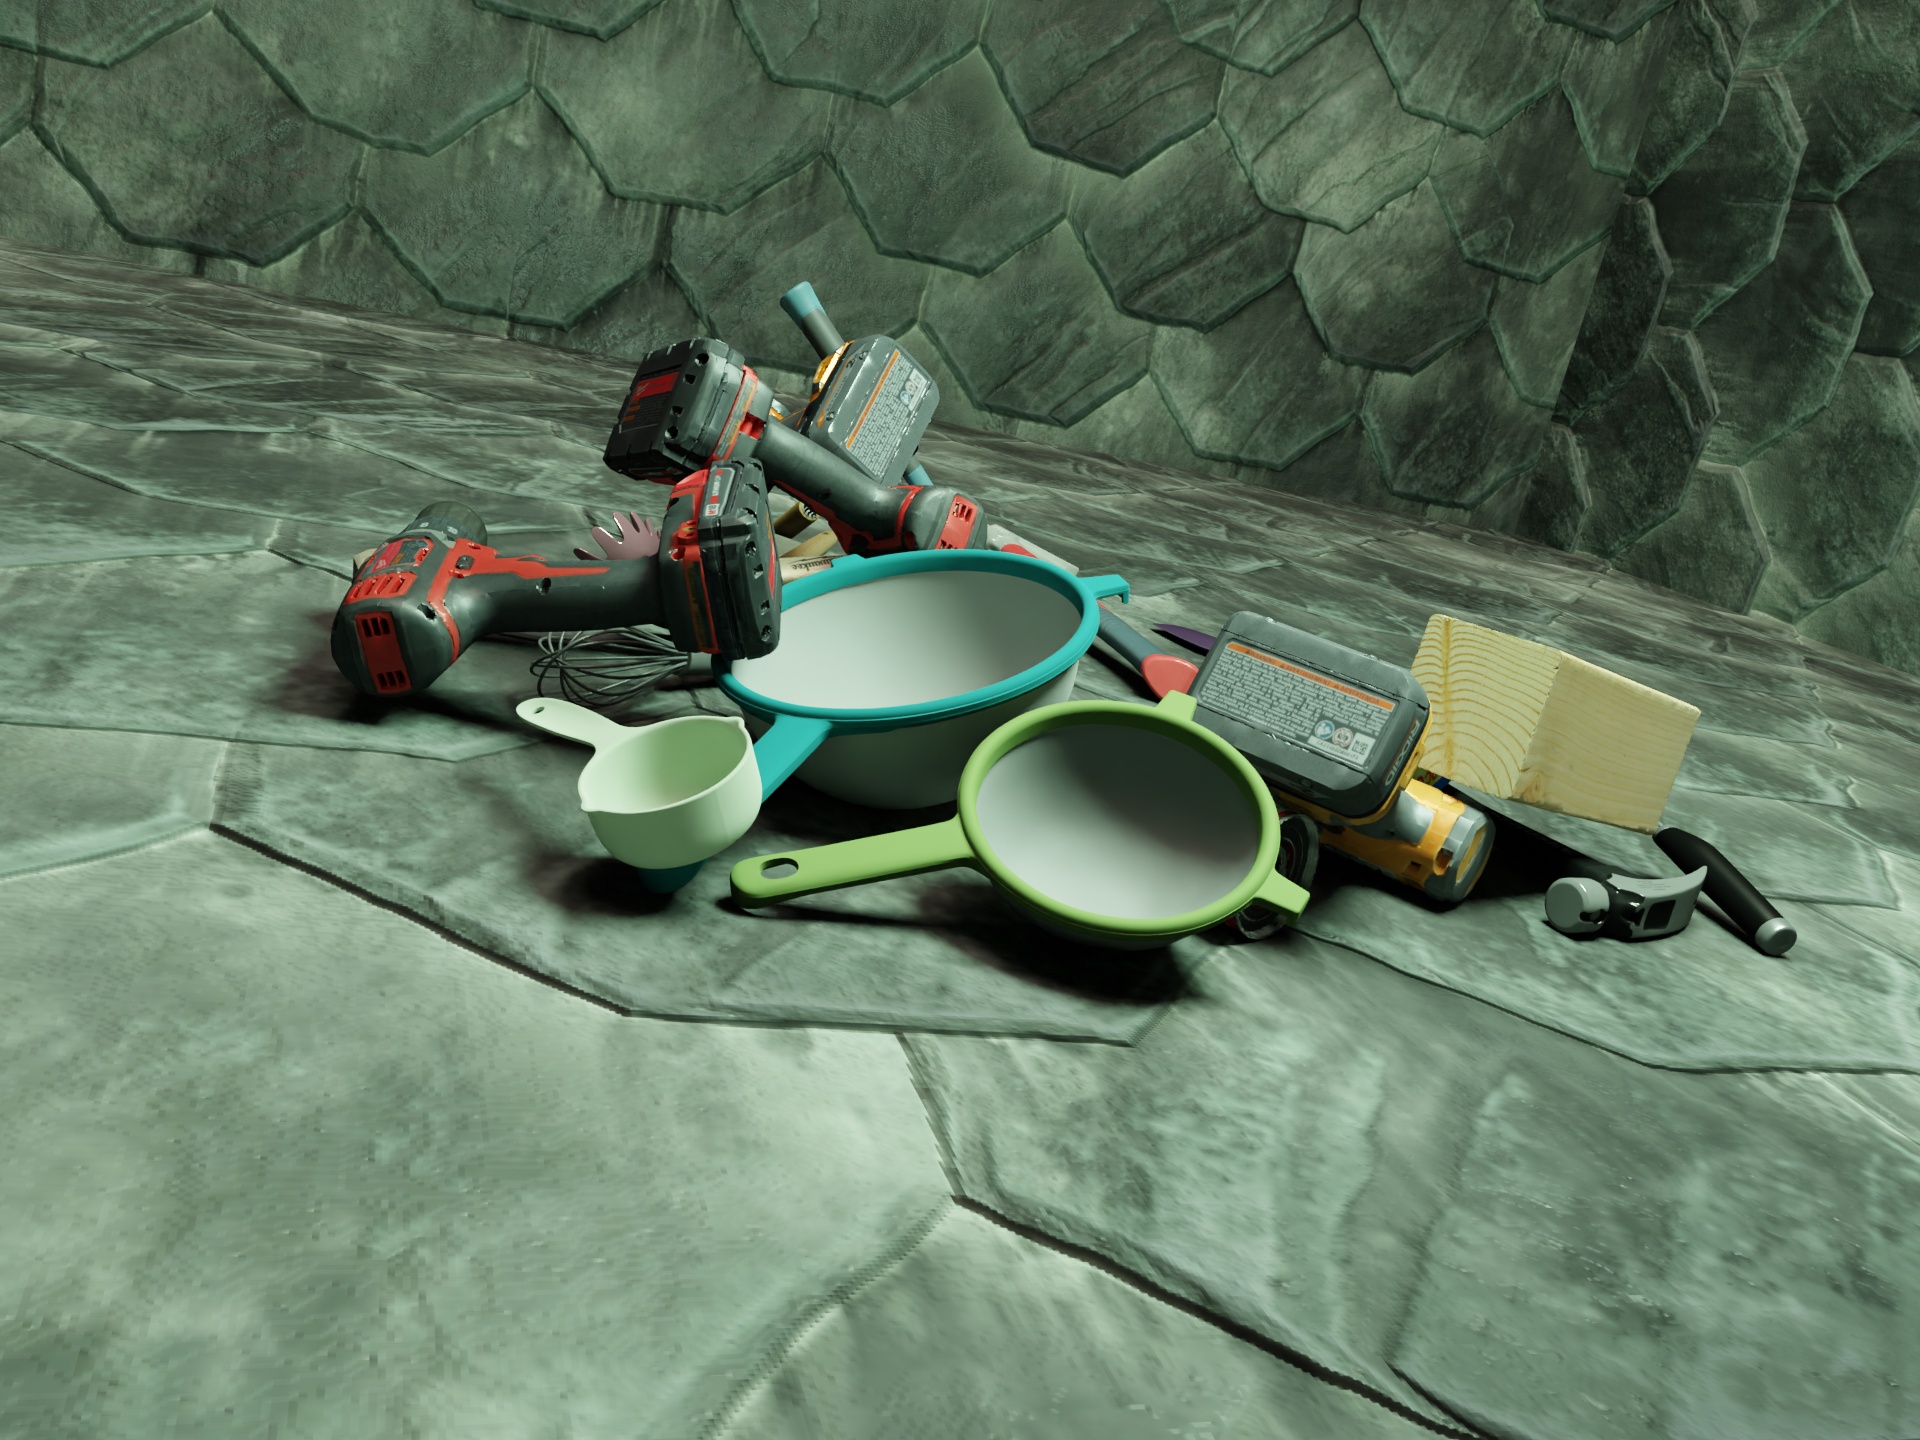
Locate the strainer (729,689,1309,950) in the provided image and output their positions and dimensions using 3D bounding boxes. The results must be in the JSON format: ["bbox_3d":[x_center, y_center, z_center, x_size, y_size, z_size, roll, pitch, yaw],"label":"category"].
[{"bbox_3d":[0.021,0.071,0.743,0.256,0.069,0.152,-9,44,-14],"label":"strainer"}]

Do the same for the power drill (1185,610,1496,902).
[{"bbox_3d":[0.193,0.020,0.897,0.185,0.084,0.226,25,-8,33],"label":"power drill"}]

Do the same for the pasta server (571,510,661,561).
[{"bbox_3d":[-0.228,-0.146,1.328,0.040,0.060,0.316,47,17,3],"label":"pasta server"}]

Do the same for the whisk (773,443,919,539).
[{"bbox_3d":[-0.117,-0.184,1.320,0.051,0.047,0.245,38,-37,-20],"label":"whisk"}]

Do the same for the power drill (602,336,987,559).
[{"bbox_3d":[-0.102,-0.151,1.001,0.219,0.078,0.143,25,-7,-30],"label":"power drill"}]

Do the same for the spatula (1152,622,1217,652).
[{"bbox_3d":[0.280,-0.042,1.416,0.059,0.018,0.316,5,17,-31],"label":"spatula"}]

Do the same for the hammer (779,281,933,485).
[{"bbox_3d":[-0.050,-0.226,1.360,0.330,0.033,0.128,55,-1,-17],"label":"hammer"}]

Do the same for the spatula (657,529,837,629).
[{"bbox_3d":[-0.155,-0.104,1.176,0.082,0.044,0.317,15,25,13],"label":"spatula"}]

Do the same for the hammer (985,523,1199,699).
[{"bbox_3d":[0.119,-0.095,1.411,0.143,0.038,0.387,25,12,-30],"label":"hammer"}]

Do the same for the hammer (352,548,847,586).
[{"bbox_3d":[-0.178,-0.088,1.040,0.410,0.038,0.146,-4,29,-30],"label":"hammer"}]

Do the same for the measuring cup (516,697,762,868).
[{"bbox_3d":[-0.153,0.023,0.720,0.083,0.038,0.168,-33,33,-32],"label":"measuring cup"}]

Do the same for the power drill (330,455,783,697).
[{"bbox_3d":[-0.216,-0.086,0.876,0.226,0.080,0.188,-8,28,-1],"label":"power drill"}]

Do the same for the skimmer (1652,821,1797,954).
[{"bbox_3d":[0.457,0.074,1.135,0.127,0.090,0.364,12,25,-18],"label":"skimmer"}]

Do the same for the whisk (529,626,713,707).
[{"bbox_3d":[-0.174,-0.036,0.979,0.055,0.055,0.239,21,12,27],"label":"whisk"}]

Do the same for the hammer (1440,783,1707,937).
[{"bbox_3d":[0.342,0.060,1.080,0.146,0.035,0.335,3,18,-31],"label":"hammer"}]

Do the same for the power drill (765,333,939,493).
[{"bbox_3d":[-0.133,-0.193,1.203,0.226,0.164,0.084,-8,-40,47],"label":"power drill"}]

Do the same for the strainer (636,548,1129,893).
[{"bbox_3d":[-0.054,0.017,0.831,0.211,0.095,0.340,7,32,26],"label":"strainer"}]
